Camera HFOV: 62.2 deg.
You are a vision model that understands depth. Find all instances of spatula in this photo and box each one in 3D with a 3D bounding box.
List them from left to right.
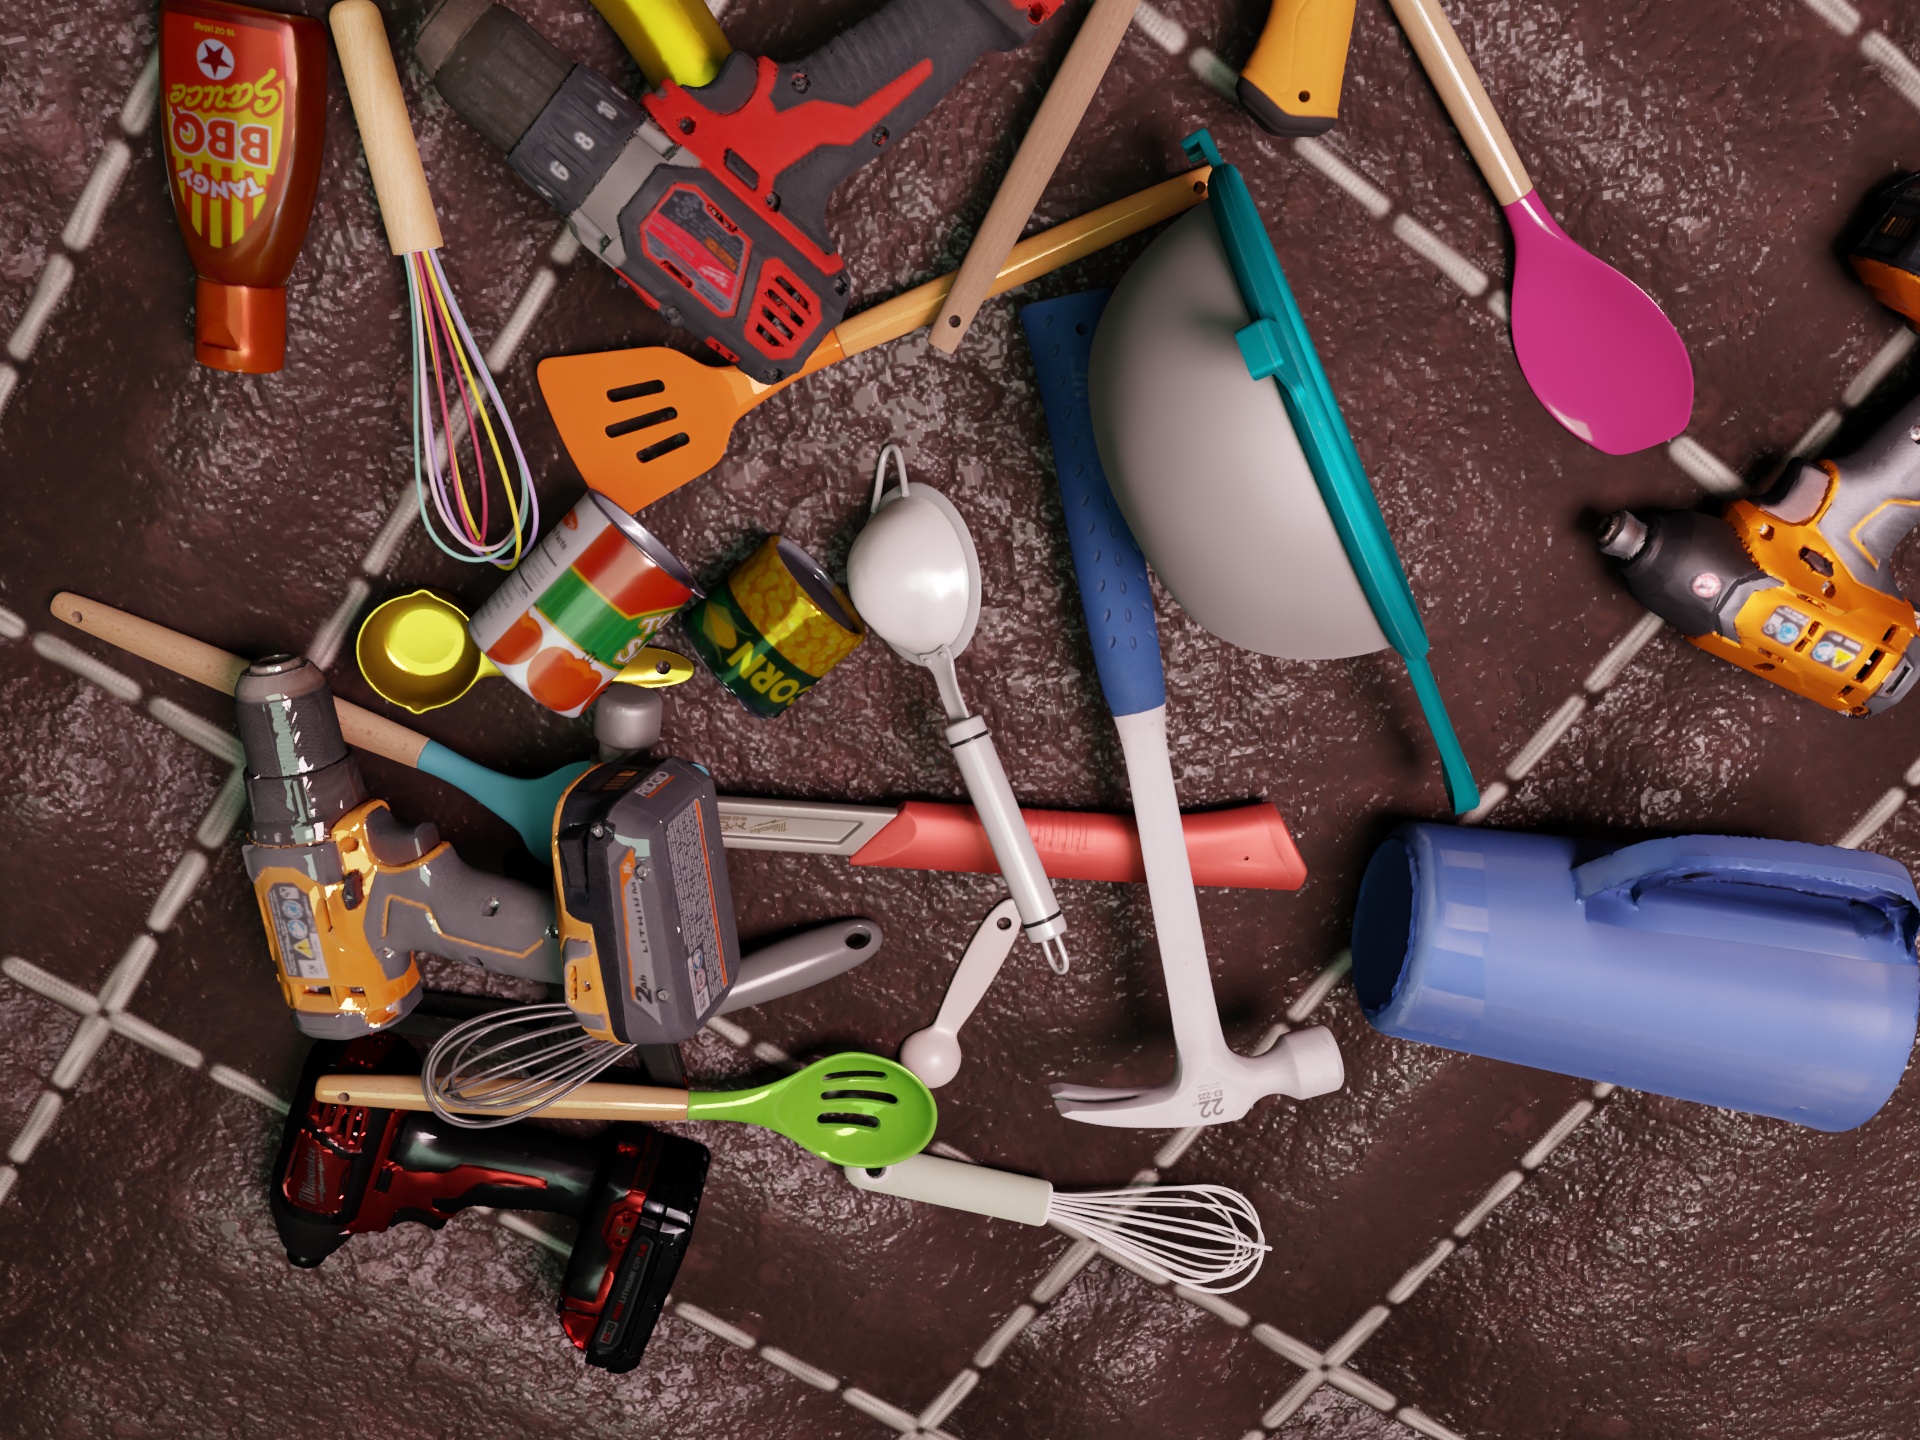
[{"bbox_3d":[-0.285,0.004,0.781,0.317,0.044,0.082,24,108,-6],"label":"spatula"},{"bbox_3d":[-0.033,-0.182,0.715,0.322,0.041,0.081,-23,113,3],"label":"spatula"},{"bbox_3d":[0.063,-0.299,0.661,0.059,0.018,0.316,26,102,-11],"label":"spatula"}]

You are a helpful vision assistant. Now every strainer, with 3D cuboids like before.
[{"bbox_3d":[-0.001,-0.002,0.731,0.087,0.050,0.258,-21,92,51],"label":"strainer"},{"bbox_3d":[0.138,-0.065,0.686,0.095,0.211,0.340,-21,127,17],"label":"strainer"}]

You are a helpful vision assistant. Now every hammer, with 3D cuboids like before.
[{"bbox_3d":[-0.006,0.067,0.796,0.359,0.037,0.149,4,114,-8],"label":"hammer"},{"bbox_3d":[0.080,0.006,0.750,0.144,0.035,0.405,-13,102,-6],"label":"hammer"},{"bbox_3d":[0.155,-0.403,0.611,0.127,0.034,0.336,3,107,0],"label":"hammer"}]

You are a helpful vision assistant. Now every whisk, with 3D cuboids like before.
[{"bbox_3d":[-0.235,-0.183,0.698,0.051,0.047,0.245,-14,108,-9],"label":"whisk"},{"bbox_3d":[-0.151,0.144,0.801,0.239,0.055,0.055,-18,113,-18],"label":"whisk"},{"bbox_3d":[0.055,0.272,0.891,0.246,0.059,0.058,13,74,-3],"label":"whisk"}]

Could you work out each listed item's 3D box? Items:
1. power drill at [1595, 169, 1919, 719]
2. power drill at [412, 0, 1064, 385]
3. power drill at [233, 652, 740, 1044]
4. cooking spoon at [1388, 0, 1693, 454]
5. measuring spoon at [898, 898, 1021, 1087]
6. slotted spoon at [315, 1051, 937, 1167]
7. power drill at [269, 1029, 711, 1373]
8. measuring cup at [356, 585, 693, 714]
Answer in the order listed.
[{"bbox_3d":[0.408,-0.126,0.724,0.164,0.084,0.226,23,113,-9],"label":"power drill"},{"bbox_3d":[-0.077,-0.270,0.618,0.187,0.080,0.226,37,97,-24],"label":"power drill"},{"bbox_3d":[-0.227,0.059,0.729,0.226,0.084,0.185,0,109,16],"label":"power drill"},{"bbox_3d":[0.231,-0.251,0.693,0.069,0.017,0.318,-18,115,45],"label":"cooking spoon"},{"bbox_3d":[0.003,0.149,0.850,0.034,0.018,0.124,23,109,-11],"label":"measuring spoon"},{"bbox_3d":[-0.167,0.196,0.824,0.313,0.031,0.070,6,108,-13],"label":"slotted spoon"},{"bbox_3d":[-0.259,0.261,0.858,0.219,0.079,0.143,21,109,-7],"label":"power drill"},{"bbox_3d":[-0.209,-0.033,0.771,0.156,0.029,0.062,4,110,-16],"label":"measuring cup"}]
